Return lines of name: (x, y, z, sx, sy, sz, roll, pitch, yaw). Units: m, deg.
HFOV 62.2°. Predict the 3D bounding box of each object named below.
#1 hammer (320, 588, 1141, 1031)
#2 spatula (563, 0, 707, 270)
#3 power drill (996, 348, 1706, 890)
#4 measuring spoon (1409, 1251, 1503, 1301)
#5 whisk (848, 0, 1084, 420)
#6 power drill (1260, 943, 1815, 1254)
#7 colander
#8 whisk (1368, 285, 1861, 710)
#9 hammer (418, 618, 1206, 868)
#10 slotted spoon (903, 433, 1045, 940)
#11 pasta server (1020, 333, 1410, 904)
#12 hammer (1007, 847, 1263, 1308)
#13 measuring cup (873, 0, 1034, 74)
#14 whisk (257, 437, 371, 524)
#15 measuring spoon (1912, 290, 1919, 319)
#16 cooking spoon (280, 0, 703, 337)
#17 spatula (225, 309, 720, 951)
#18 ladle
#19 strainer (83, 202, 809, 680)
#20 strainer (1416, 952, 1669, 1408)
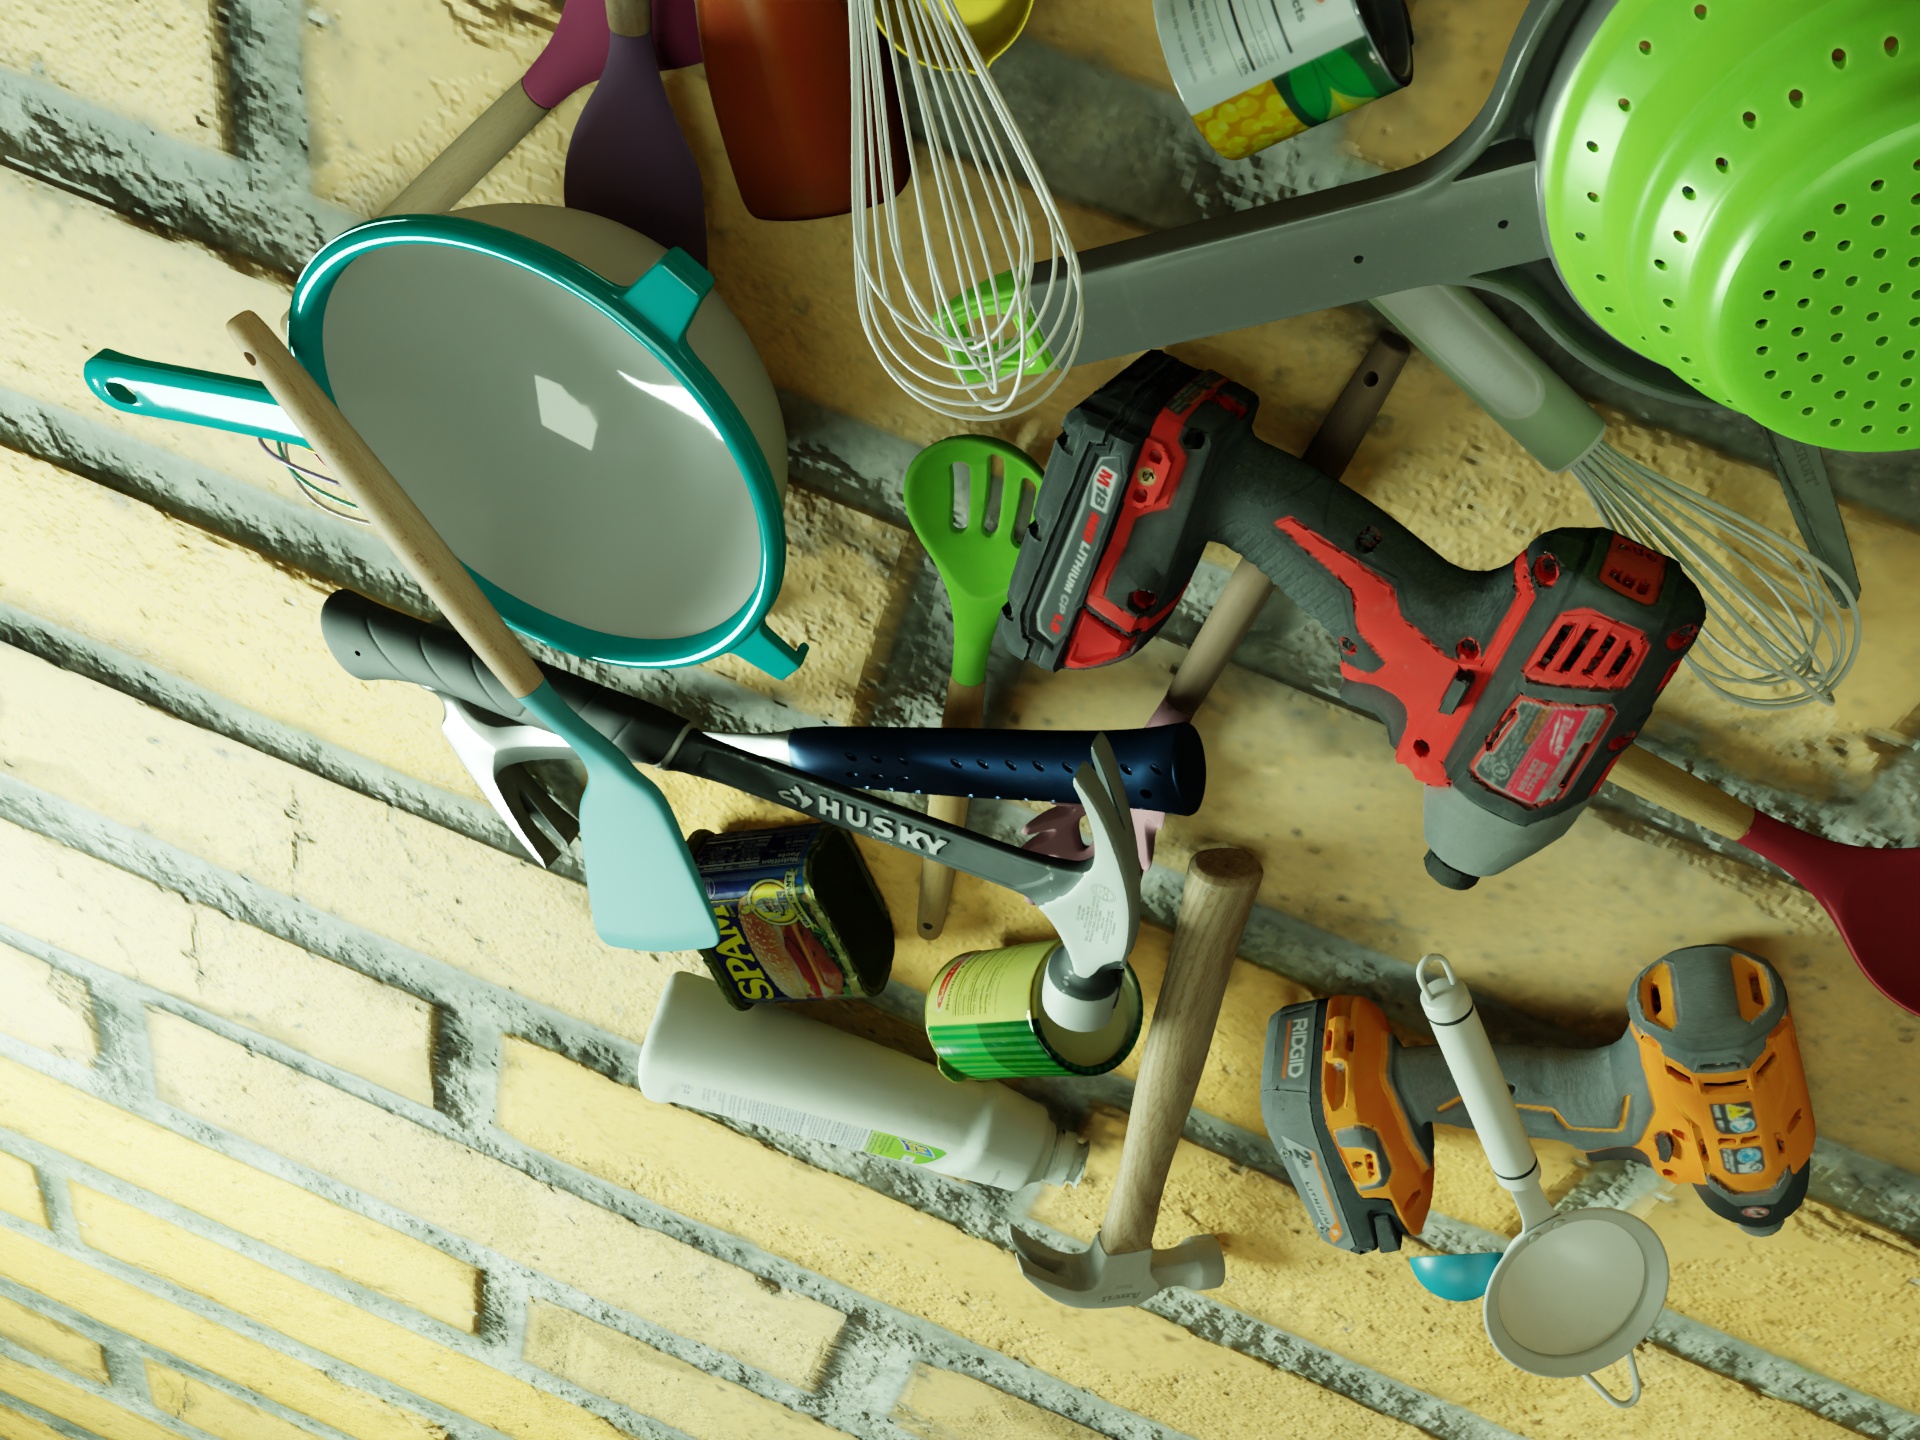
hammer: (-0.112, 0.014, 0.711, 0.409, 0.036, 0.149, 19, 133, 14)
spatula: (-0.116, -0.261, 0.540, 0.060, 0.018, 0.315, 16, 142, 5)
power drill: (0.133, -0.033, 0.578, 0.220, 0.078, 0.143, 27, 127, 14)
measuring spoon: (0.250, 0.269, 0.766, 0.042, 0.021, 0.128, -13, 156, 26)
whisk: (-0.021, -0.229, 0.473, 0.070, 0.070, 0.284, -12, 94, 30)
power drill: (0.272, 0.190, 0.742, 0.226, 0.084, 0.164, -13, 124, 26)
colander: (0.173, -0.128, 0.448, 0.397, 0.095, 0.204, -9, 139, 21)
whisk: (0.221, -0.090, 0.555, 0.246, 0.059, 0.057, 41, 119, -7)
hammer: (-0.083, 0.019, 0.750, 0.405, 0.035, 0.144, 2, 128, 28)
slotted spoon: (-0.001, -0.002, 0.730, 0.070, 0.031, 0.313, 17, 134, 9)
pasta server: (0.101, -0.023, 0.663, 0.060, 0.040, 0.316, 35, 132, 11)
hammer: (0.102, 0.199, 0.825, 0.130, 0.031, 0.331, -4, 127, -15)
measuring cup: (0.044, -0.258, 0.509, 0.156, 0.029, 0.062, -14, 122, 17)
whisk: (-0.207, -0.091, 0.736, 0.245, 0.051, 0.047, 22, 153, -2)
measuring spoon: (0.315, -0.154, 0.488, 0.034, 0.018, 0.124, 17, 139, 8)
cooking spoon: (-0.180, -0.230, 0.620, 0.319, 0.017, 0.068, -25, 115, 35)
spatula: (-0.200, -0.026, 0.661, 0.082, 0.044, 0.317, -6, 128, 38)
ladle: (0.289, 0.031, 0.636, 0.315, 0.031, 0.069, 28, 102, 3)
strainer: (-0.207, -0.139, 0.657, 0.340, 0.095, 0.210, 13, 141, 20)
strainer: (0.240, 0.194, 0.678, 0.087, 0.050, 0.258, -28, 115, 0)
